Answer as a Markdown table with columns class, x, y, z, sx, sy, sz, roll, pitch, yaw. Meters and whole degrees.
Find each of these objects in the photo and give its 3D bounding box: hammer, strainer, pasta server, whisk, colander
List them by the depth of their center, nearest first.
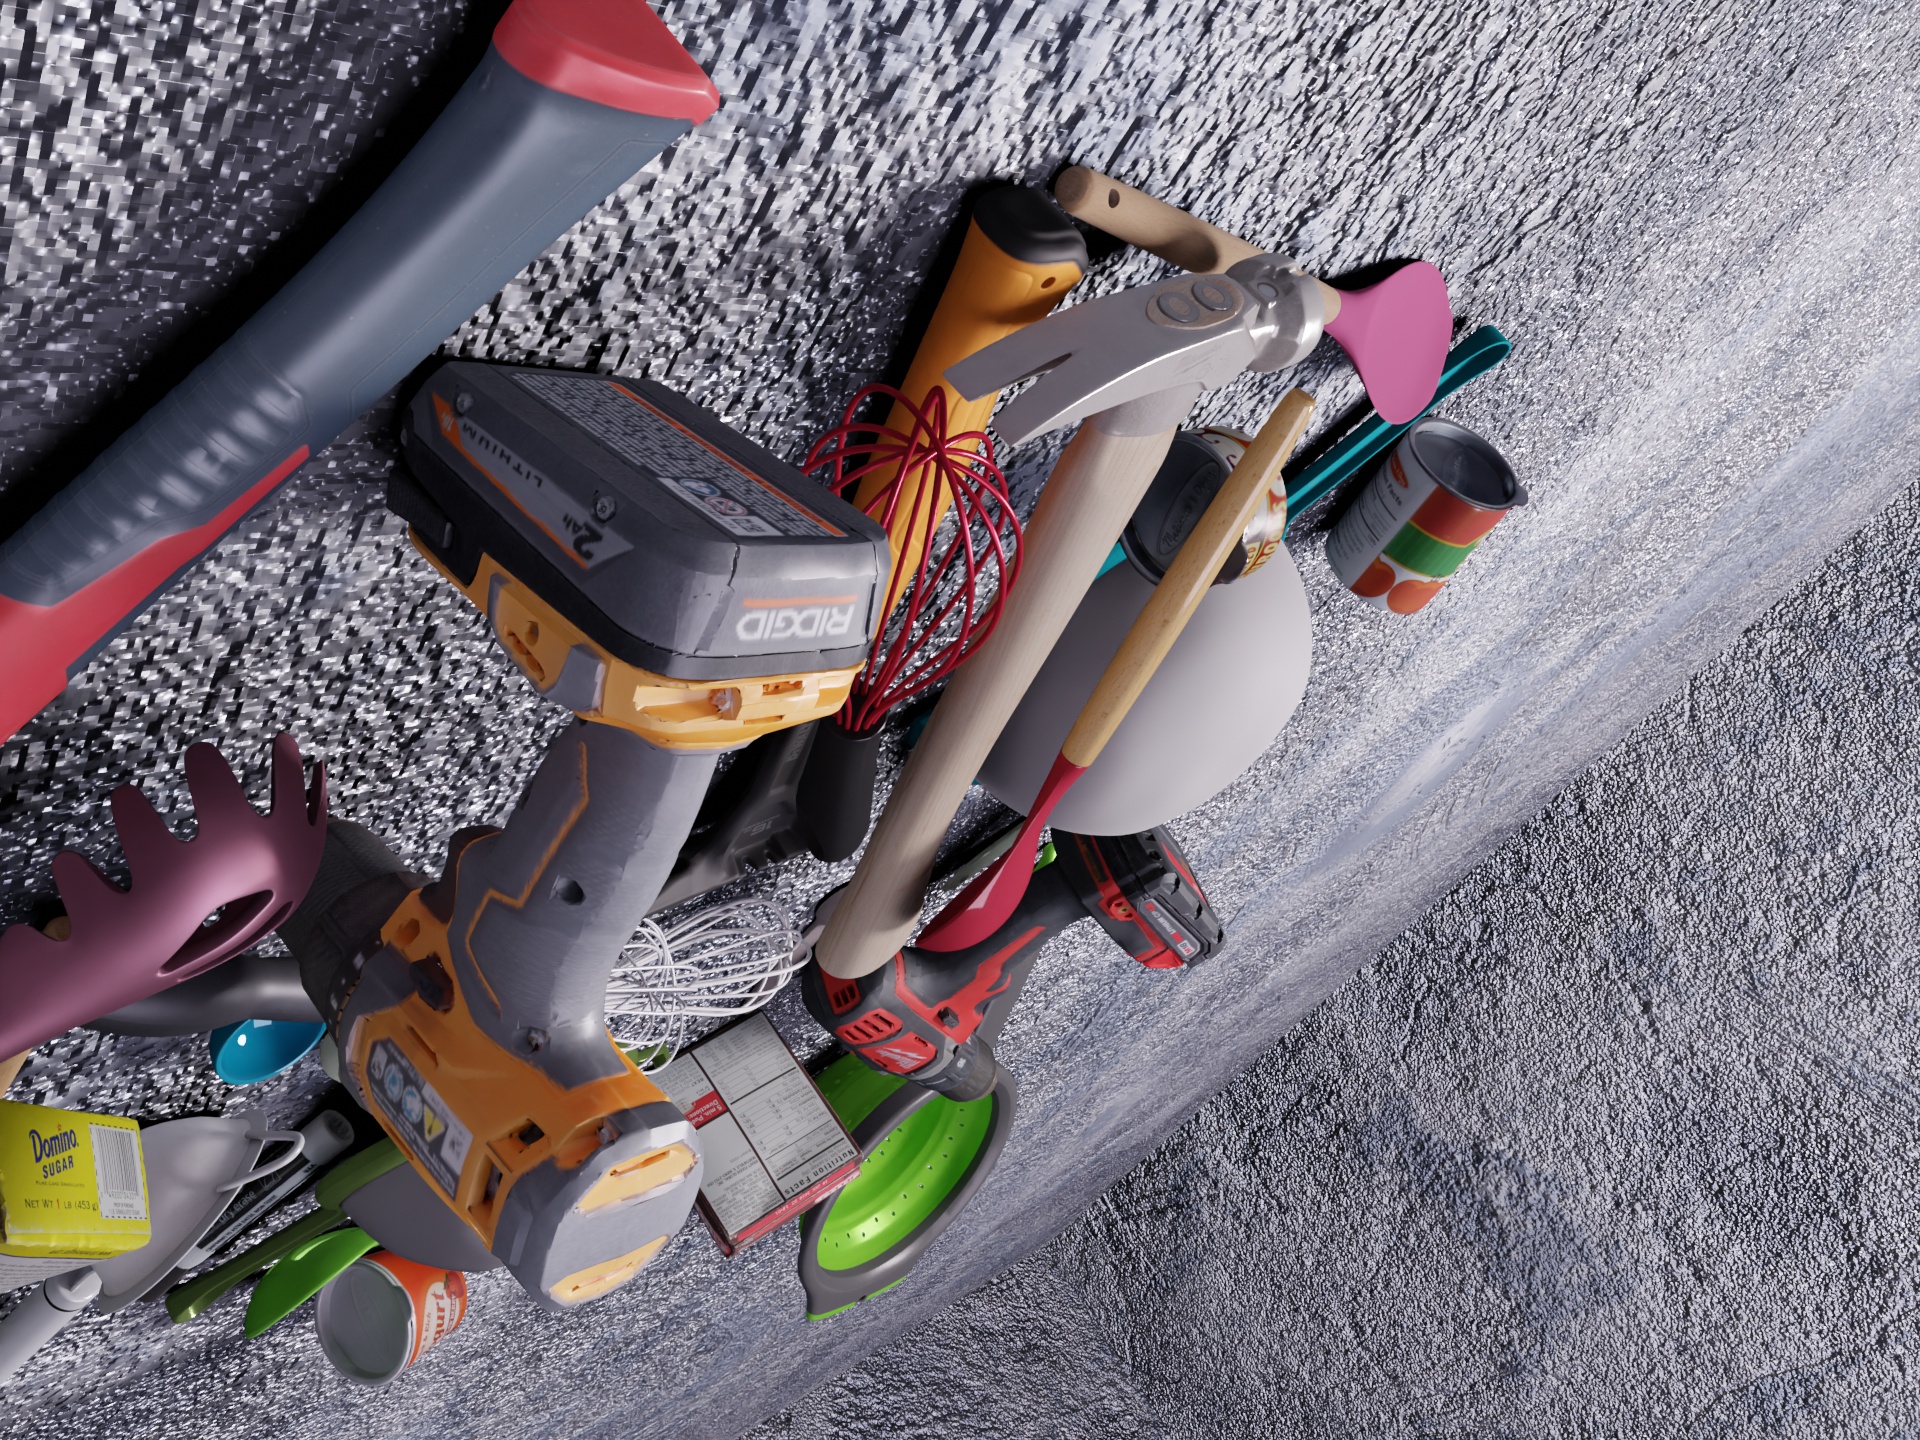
| class | x | y | z | sx | sy | sz | roll | pitch | yaw |
| --- | --- | --- | --- | --- | --- | --- | --- | --- | --- |
| hammer | -0.203 | -0.018 | 0.368 | 0.386 | 0.038 | 0.143 | -39 | 160 | 6 |
| pasta server | -0.296 | 0.102 | 0.390 | 0.316 | 0.040 | 0.060 | -31 | 161 | -8 |
| whisk | -0.033 | -0.011 | 0.526 | 0.073 | 0.073 | 0.295 | -29 | 163 | -21 |
| whisk | -0.190 | 0.098 | 0.571 | 0.070 | 0.070 | 0.284 | -43 | 154 | 16 |
| hammer | -0.044 | -0.042 | 0.573 | 0.127 | 0.034 | 0.336 | -21 | 154 | -38 |
| strainer | -0.349 | 0.219 | 0.628 | 0.258 | 0.050 | 0.087 | -41 | -157 | 24 |
| hammer | -0.001 | -0.002 | 0.631 | 0.146 | 0.038 | 0.410 | -26 | 157 | -36 |
| whisk | -0.166 | 0.122 | 0.713 | 0.246 | 0.059 | 0.058 | -7 | 107 | -46 |
| strainer | -0.250 | 0.234 | 0.725 | 0.256 | 0.069 | 0.151 | -31 | 168 | 8 |
| strainer | 0.147 | -0.049 | 0.770 | 0.340 | 0.095 | 0.210 | -40 | 159 | 10 |
| colander | -0.031 | 0.233 | 1.114 | 0.204 | 0.095 | 0.397 | -2 | 122 | -51 |

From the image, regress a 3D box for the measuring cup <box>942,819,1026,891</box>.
| class | x | y | z | sx | sy | sz | roll | pitch | yaw |
| --- | --- | --- | --- | --- | --- | --- | --- | --- | --- |
| measuring cup | 0.066 | 0.066 | 0.957 | 0.167 | 0.038 | 0.083 | -34 | 159 | -14 |

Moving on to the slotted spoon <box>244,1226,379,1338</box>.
| class | x | y | z | sx | sy | sz | roll | pitch | yaw |
| --- | --- | --- | --- | --- | --- | --- | --- | --- | --- |
| slotted spoon | -0.244 | 0.252 | 0.878 | 0.313 | 0.031 | 0.070 | -16 | 167 | -47 |

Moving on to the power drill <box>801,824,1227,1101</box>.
| class | x | y | z | sx | sy | sz | roll | pitch | yaw |
| --- | --- | --- | --- | --- | --- | --- | --- | --- | --- |
| power drill | 0.039 | 0.147 | 0.948 | 0.226 | 0.080 | 0.187 | -31 | 140 | 9 |

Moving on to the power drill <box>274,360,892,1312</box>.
| class | x | y | z | sx | sy | sz | roll | pitch | yaw |
| --- | --- | --- | --- | --- | --- | --- | --- | --- | --- |
| power drill | -0.124 | 0.019 | 0.438 | 0.084 | 0.185 | 0.226 | -8 | 126 | -49 |

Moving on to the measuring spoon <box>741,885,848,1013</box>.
| class | x | y | z | sx | sy | sz | roll | pitch | yaw |
| --- | --- | --- | --- | --- | --- | --- | --- | --- | --- |
| measuring spoon | -0.086 | 0.133 | 0.889 | 0.034 | 0.018 | 0.124 | -7 | 145 | -53 |

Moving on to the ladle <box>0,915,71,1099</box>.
| class | x | y | z | sx | sy | sz | roll | pitch | yaw |
| --- | --- | --- | --- | --- | --- | --- | --- | --- | --- |
| ladle | -0.354 | 0.183 | 0.526 | 0.320 | 0.062 | 0.078 | -49 | 152 | 22 |

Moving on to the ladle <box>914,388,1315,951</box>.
| class | x | y | z | sx | sy | sz | roll | pitch | yaw |
| --- | --- | --- | --- | --- | --- | --- | --- | --- | --- |
| ladle | 0.060 | -0.005 | 0.667 | 0.315 | 0.031 | 0.069 | -60 | 172 | 33 |

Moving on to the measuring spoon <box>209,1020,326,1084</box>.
| class | x | y | z | sx | sy | sz | roll | pitch | yaw |
| --- | --- | --- | --- | --- | --- | --- | --- | --- | --- |
| measuring spoon | -0.221 | 0.085 | 0.592 | 0.128 | 0.021 | 0.042 | -37 | 153 | -25 |

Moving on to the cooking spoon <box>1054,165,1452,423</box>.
| class | x | y | z | sx | sy | sz | roll | pitch | yaw |
| --- | --- | --- | --- | --- | --- | --- | --- | --- | --- |
| cooking spoon | 0.127 | -0.162 | 0.603 | 0.318 | 0.017 | 0.068 | -2 | 108 | -54 |
